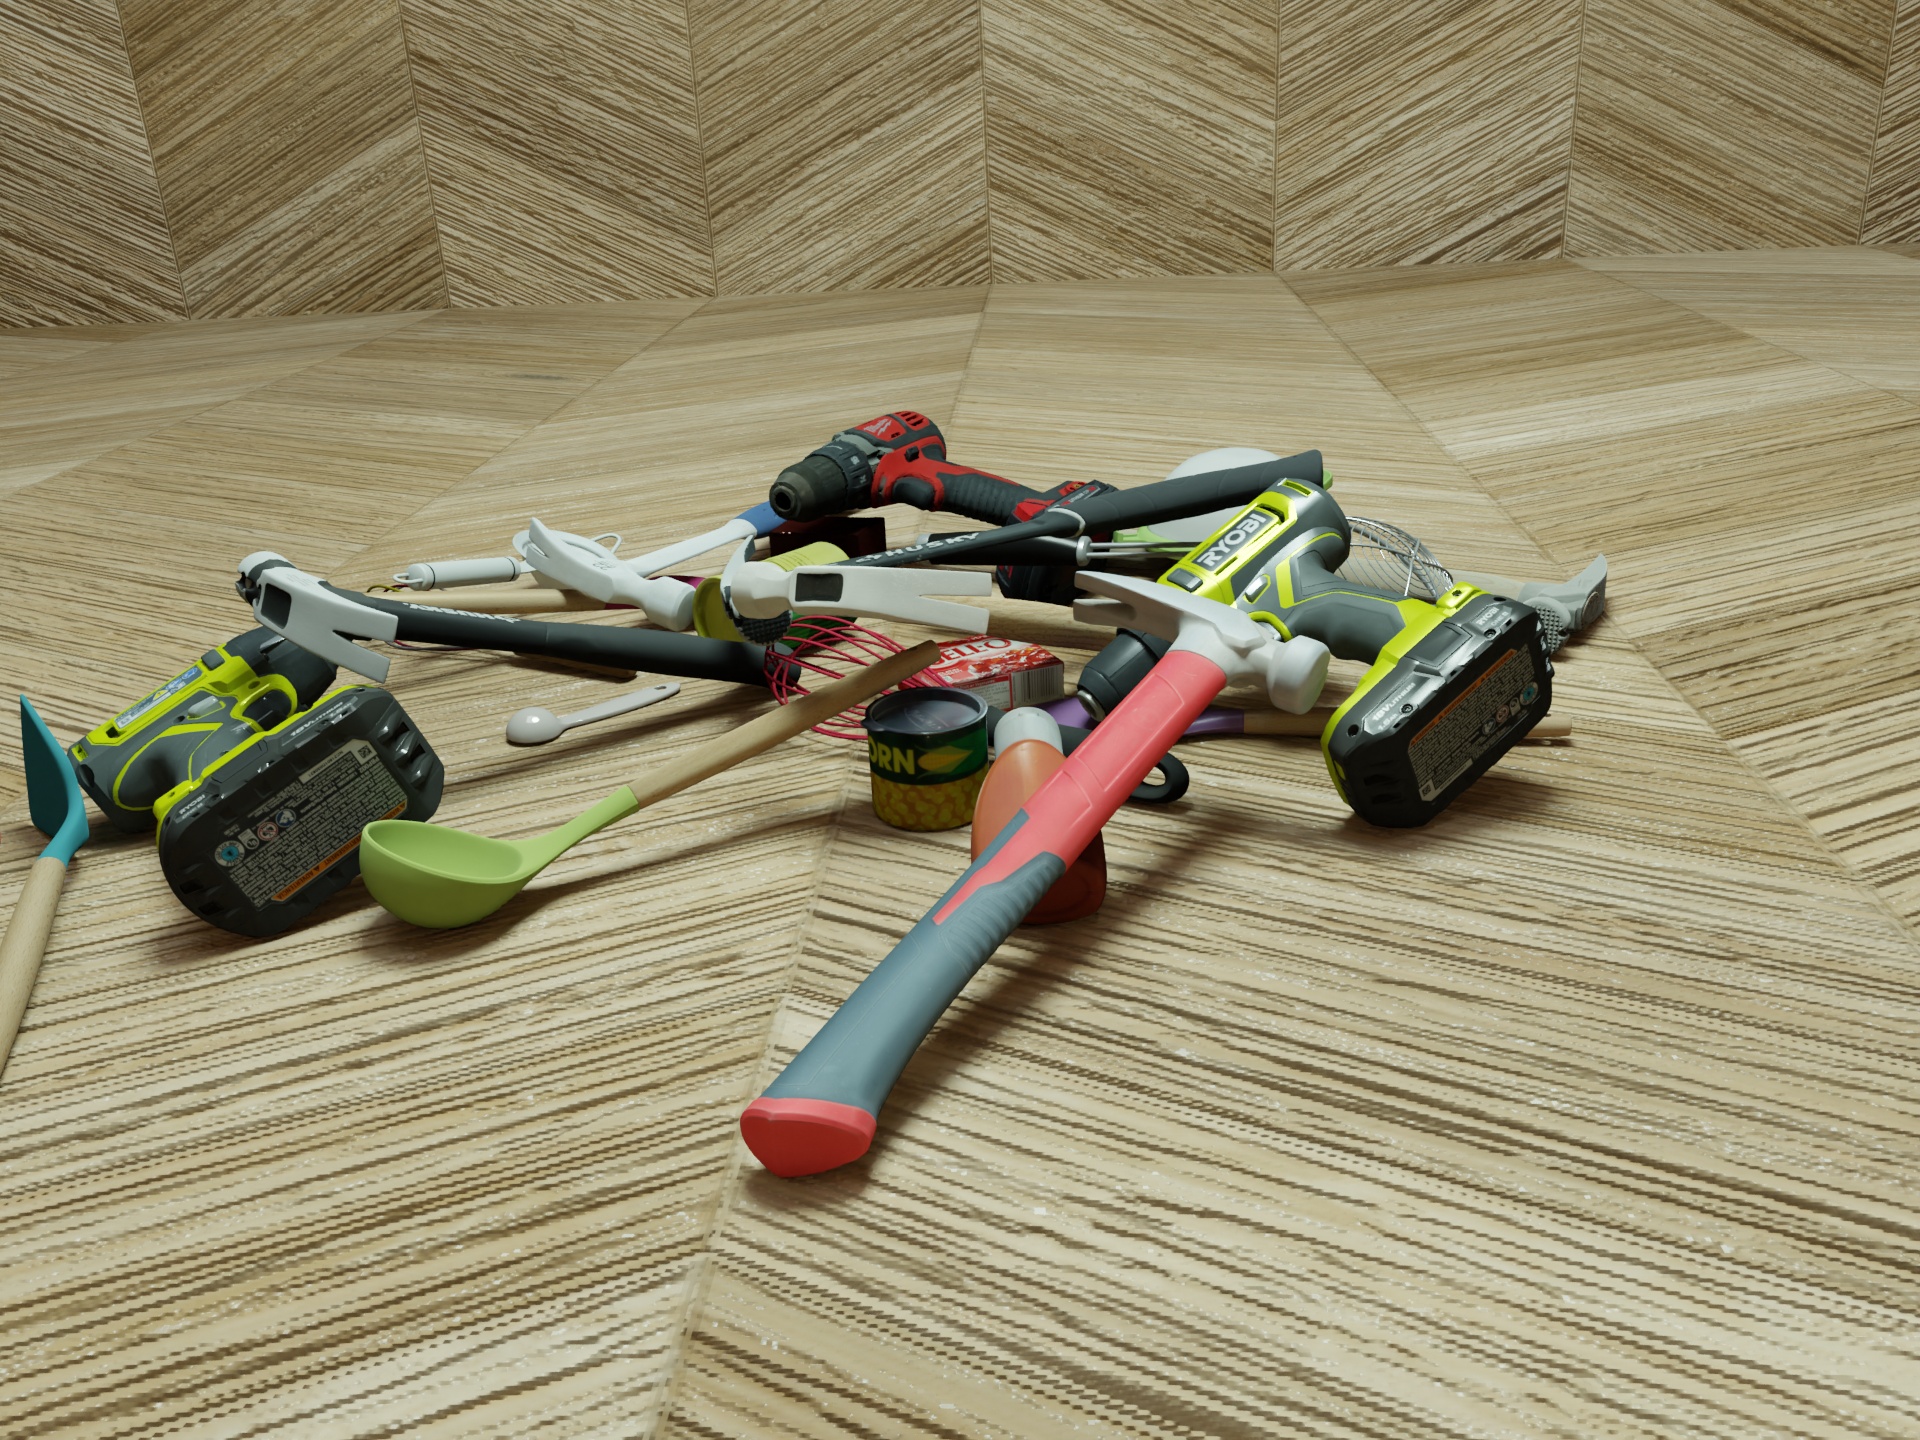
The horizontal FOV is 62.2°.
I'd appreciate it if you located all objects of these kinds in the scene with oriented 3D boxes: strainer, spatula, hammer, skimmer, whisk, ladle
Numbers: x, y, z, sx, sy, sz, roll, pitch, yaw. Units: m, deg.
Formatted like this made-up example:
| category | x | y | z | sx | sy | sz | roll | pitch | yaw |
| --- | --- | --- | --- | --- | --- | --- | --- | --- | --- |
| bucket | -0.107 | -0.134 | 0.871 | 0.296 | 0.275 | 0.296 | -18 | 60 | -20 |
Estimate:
| category | x | y | z | sx | sy | sz | roll | pitch | yaw |
| --- | --- | --- | --- | --- | --- | --- | --- | --- | --- |
| strainer | 0.234 | -0.182 | 1.217 | 0.151 | 0.069 | 0.256 | 10 | 25 | 30 |
| spatula | 0.194 | 0.000 | 0.940 | 0.316 | 0.018 | 0.060 | 1 | 28 | 12 |
| hammer | 0.260 | -0.114 | 1.182 | 0.411 | 0.038 | 0.146 | 12 | 26 | 33 |
| hammer | -0.233 | -0.046 | 0.936 | 0.334 | 0.035 | 0.146 | 6 | 13 | -43 |
| spatula | -0.462 | 0.089 | 0.777 | 0.044 | 0.082 | 0.318 | 1 | 26 | -21 |
| strainer | -0.337 | -0.113 | 1.194 | 0.087 | 0.050 | 0.258 | 29 | 17 | 15 |
| skimmer | 0.145 | -0.088 | 1.068 | 0.363 | 0.090 | 0.127 | 3 | 38 | 22 |
| whisk | -0.001 | -0.003 | 0.925 | 0.296 | 0.073 | 0.073 | 17 | 30 | 30 |
| hammer | 0.029 | -0.060 | 0.933 | 0.130 | 0.031 | 0.331 | 5 | 1 | 38 |
| whisk | -0.332 | -0.062 | 1.129 | 0.245 | 0.047 | 0.051 | 12 | 26 | 25 |
| ladle | -0.149 | 0.018 | 0.819 | 0.320 | 0.062 | 0.078 | -27 | 28 | -21 |
| hammer | 0.023 | 0.049 | 0.712 | 0.143 | 0.038 | 0.386 | 22 | 44 | 26 |
| hammer | -0.186 | -0.155 | 1.283 | 0.144 | 0.035 | 0.405 | 21 | 24 | 15 |
| hammer | 0.046 | -0.123 | 1.020 | 0.409 | 0.036 | 0.149 | -13 | 21 | -11 |

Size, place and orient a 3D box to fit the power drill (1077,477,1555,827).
| category | x | y | z | sx | sy | sz | roll | pitch | yaw |
| --- | --- | --- | --- | --- | --- | --- | --- | --- | --- |
| power drill | 0.189 | -0.035 | 0.888 | 0.190 | 0.080 | 0.229 | -40 | 40 | -11 |

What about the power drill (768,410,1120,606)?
| category | x | y | z | sx | sy | sz | roll | pitch | yaw |
| --- | --- | --- | --- | --- | --- | --- | --- | --- | --- |
| power drill | -0.013 | -0.159 | 1.189 | 0.227 | 0.080 | 0.188 | 26 | 33 | 21 |

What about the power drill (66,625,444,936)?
| category | x | y | z | sx | sy | sz | roll | pitch | yaw |
| --- | --- | --- | --- | --- | --- | --- | --- | --- | --- |
| power drill | -0.375 | 0.014 | 0.858 | 0.171 | 0.080 | 0.223 | -40 | 37 | -21 |

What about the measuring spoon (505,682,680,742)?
| category | x | y | z | sx | sy | sz | roll | pitch | yaw |
| --- | --- | --- | --- | --- | --- | --- | --- | --- | --- |
| measuring spoon | -0.235 | -0.012 | 1.024 | 0.124 | 0.018 | 0.034 | -20 | 28 | -37 |

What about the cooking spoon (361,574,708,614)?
| category | x | y | z | sx | sy | sz | roll | pitch | yaw |
| --- | --- | --- | --- | --- | --- | --- | --- | --- | --- |
| cooking spoon | -0.280 | -0.085 | 1.136 | 0.318 | 0.017 | 0.069 | -4 | 29 | -36 |
